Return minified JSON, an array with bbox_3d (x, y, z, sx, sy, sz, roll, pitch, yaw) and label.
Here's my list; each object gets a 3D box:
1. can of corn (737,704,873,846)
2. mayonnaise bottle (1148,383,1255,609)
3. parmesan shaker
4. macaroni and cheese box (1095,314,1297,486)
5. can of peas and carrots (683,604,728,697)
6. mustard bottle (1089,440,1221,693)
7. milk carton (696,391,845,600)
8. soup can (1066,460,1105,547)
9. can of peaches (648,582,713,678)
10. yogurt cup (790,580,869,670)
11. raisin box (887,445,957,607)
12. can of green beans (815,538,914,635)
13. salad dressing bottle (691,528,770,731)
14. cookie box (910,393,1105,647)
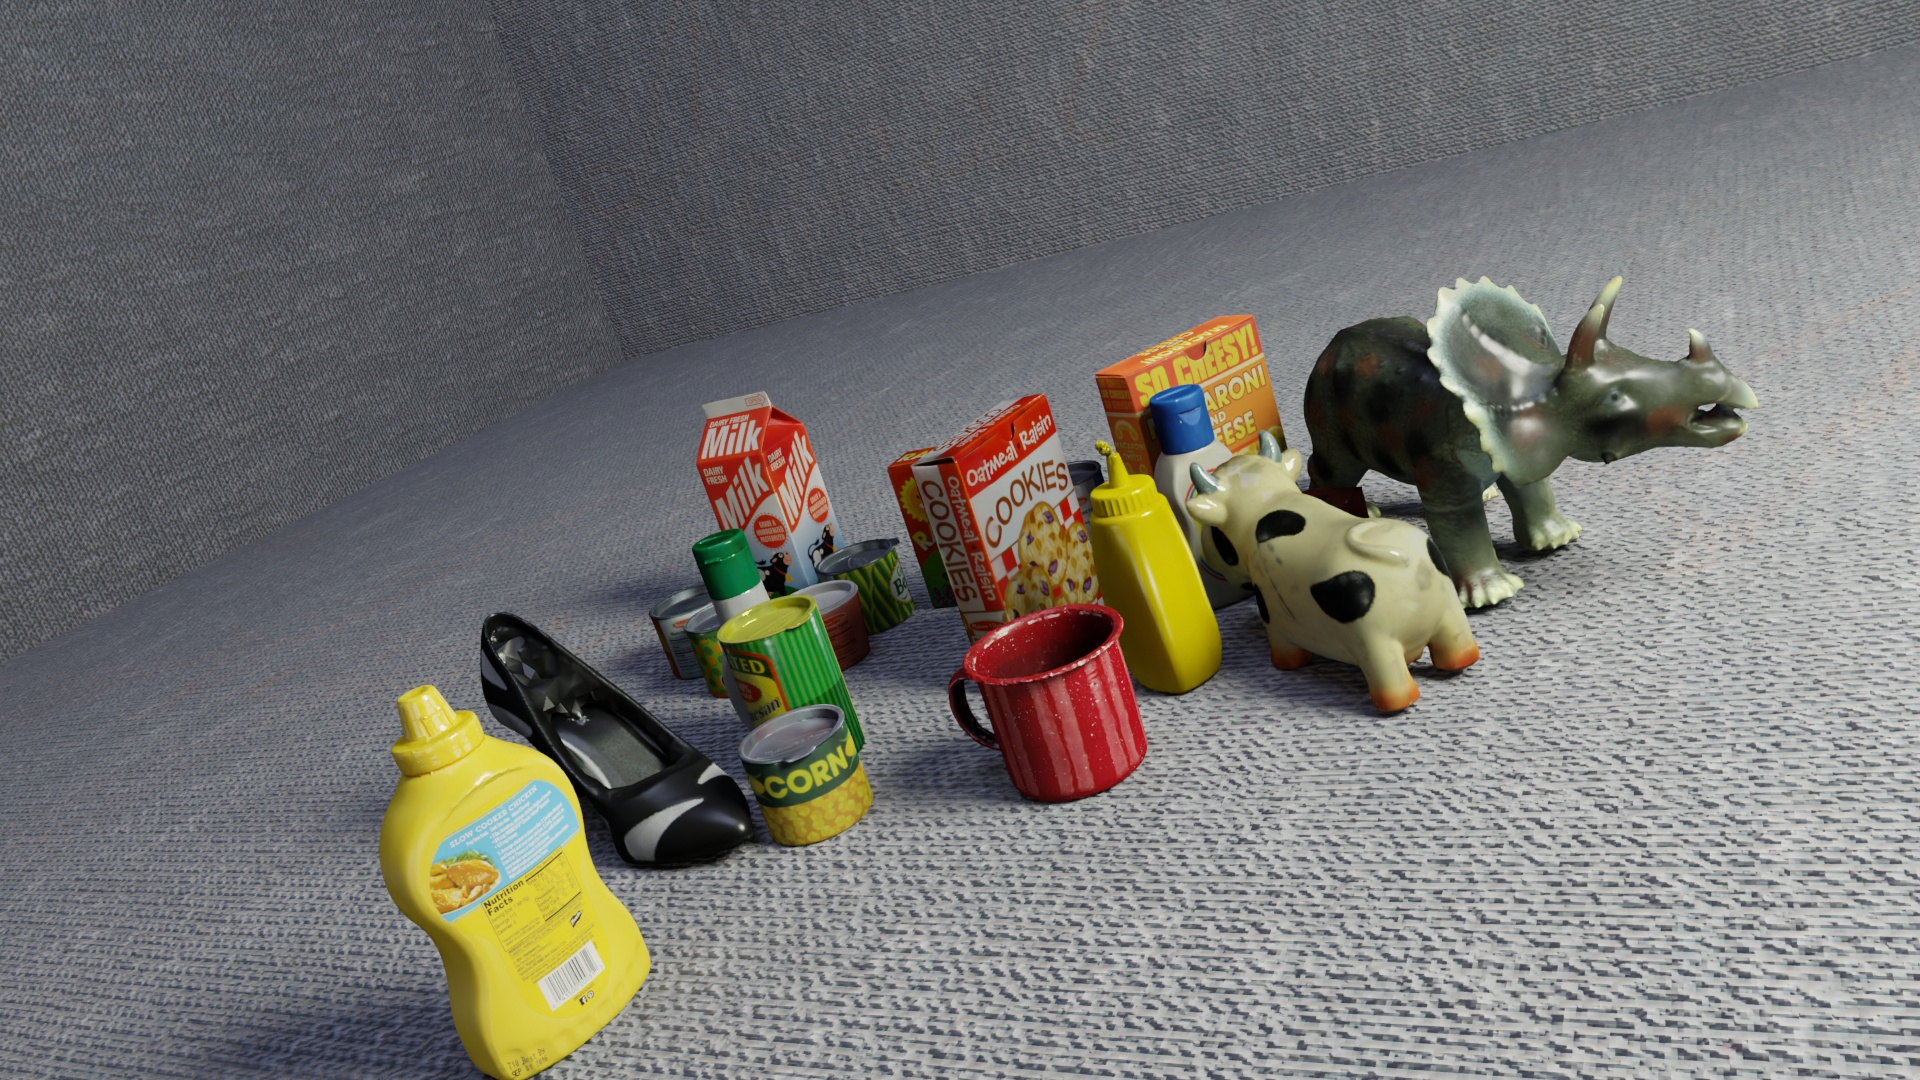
[{"bbox_3d":[-0.090,0.139,0.821,0.071,0.058,0.071,-17,17,5],"label":"can of corn"},{"bbox_3d":[0.162,-0.030,0.934,0.065,0.147,0.041,-22,17,-13],"label":"mayonnaise bottle"},{"bbox_3d":[-0.107,0.095,0.895,0.071,0.102,0.071,-17,17,5],"label":"parmesan shaker"},{"bbox_3d":[0.174,-0.062,0.987,0.124,0.166,0.040,-27,19,-26],"label":"macaroni and cheese box"},{"bbox_3d":[-0.173,0.082,1.077,0.071,0.058,0.071,-17,17,5],"label":"can of peas and carrots"},{"bbox_3d":[0.111,0.012,0.836,0.049,0.159,0.065,-27,19,-27],"label":"mustard bottle"},{"bbox_3d":[-0.164,-0.034,1.201,0.072,0.190,0.074,-9,19,29],"label":"milk carton"},{"bbox_3d":[0.086,-0.012,1.061,0.071,0.083,0.071,-17,17,5],"label":"soup can"},{"bbox_3d":[-0.215,0.073,1.145,0.071,0.058,0.071,-17,17,5],"label":"can of peaches"},{"bbox_3d":[-0.103,0.068,1.058,0.072,0.053,0.072,-17,17,5],"label":"yogurt cup"},{"bbox_3d":[0.004,-0.014,1.083,0.086,0.123,0.040,-8,20,31],"label":"raisin box"},{"bbox_3d":[-0.076,0.038,1.115,0.071,0.057,0.071,-17,17,5],"label":"can of green beans"},{"bbox_3d":[-0.140,0.065,0.946,0.064,0.147,0.044,-13,18,17],"label":"salad dressing bottle"},{"bbox_3d":[0.038,0.000,0.933,0.040,0.167,0.123,-6,21,35],"label":"cookie box"}]
